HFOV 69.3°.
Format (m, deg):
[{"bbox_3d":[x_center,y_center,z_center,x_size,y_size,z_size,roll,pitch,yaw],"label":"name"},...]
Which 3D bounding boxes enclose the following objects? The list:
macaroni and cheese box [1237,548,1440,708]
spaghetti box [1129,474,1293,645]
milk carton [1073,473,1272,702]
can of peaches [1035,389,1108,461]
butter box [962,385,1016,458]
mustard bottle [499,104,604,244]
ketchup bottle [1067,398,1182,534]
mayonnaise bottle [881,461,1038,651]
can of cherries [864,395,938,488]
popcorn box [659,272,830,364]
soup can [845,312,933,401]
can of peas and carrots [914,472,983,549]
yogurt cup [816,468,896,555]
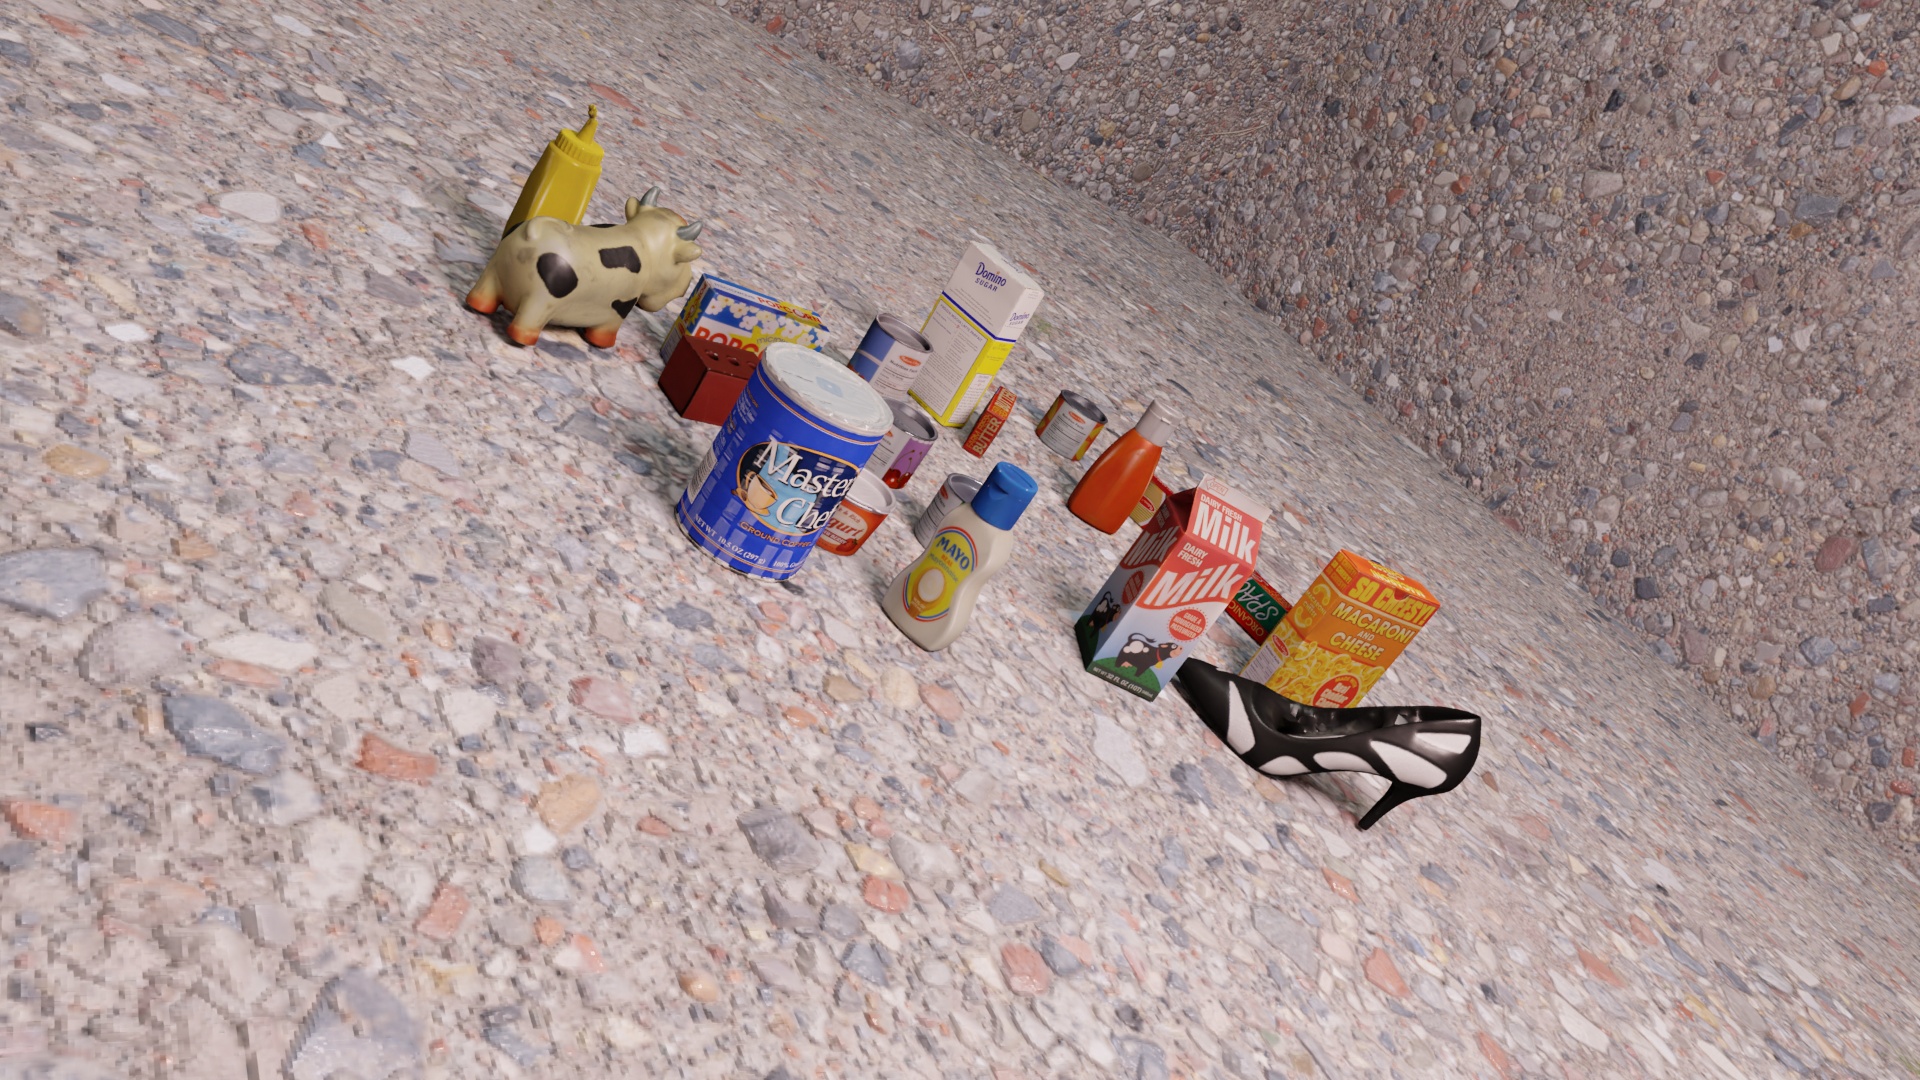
[{"bbox_3d":[0.359,0.098,1.320,0.124,0.165,0.040,20,25,-33],"label":"macaroni and cheese box"},{"bbox_3d":[0.266,0.016,1.518,0.029,0.050,0.251,6,35,-50],"label":"spaghetti box"},{"bbox_3d":[0.179,0.034,1.168,0.072,0.189,0.074,27,22,-18],"label":"milk carton"},{"bbox_3d":[0.131,-0.136,1.634,0.071,0.058,0.071,29,22,-13],"label":"can of peaches"},{"bbox_3d":[0.032,-0.127,1.483,0.024,0.053,0.104,33,22,-3],"label":"butter box"},{"bbox_3d":[-0.335,-0.290,1.160,0.049,0.159,0.065,18,26,-36],"label":"mustard bottle"},{"bbox_3d":[0.177,-0.080,1.460,0.065,0.148,0.044,29,22,-13],"label":"ketchup bottle"},{"bbox_3d":[0.003,0.009,1.027,0.065,0.147,0.041,43,23,21],"label":"mayonnaise bottle"},{"bbox_3d":[-0.061,-0.089,1.264,0.071,0.058,0.072,29,22,-13],"label":"can of cherries"},{"bbox_3d":[-0.190,-0.176,1.229,0.127,0.085,0.038,14,29,-41],"label":"popcorn box"},{"bbox_3d":[-0.077,-0.175,1.387,0.071,0.083,0.071,29,22,-13],"label":"soup can"},{"bbox_3d":[0.004,-0.015,1.202,0.071,0.058,0.071,29,22,-13],"label":"can of peas and carrots"},{"bbox_3d":[-0.092,-0.025,1.093,0.072,0.053,0.073,29,22,-13],"label":"yogurt cup"}]
